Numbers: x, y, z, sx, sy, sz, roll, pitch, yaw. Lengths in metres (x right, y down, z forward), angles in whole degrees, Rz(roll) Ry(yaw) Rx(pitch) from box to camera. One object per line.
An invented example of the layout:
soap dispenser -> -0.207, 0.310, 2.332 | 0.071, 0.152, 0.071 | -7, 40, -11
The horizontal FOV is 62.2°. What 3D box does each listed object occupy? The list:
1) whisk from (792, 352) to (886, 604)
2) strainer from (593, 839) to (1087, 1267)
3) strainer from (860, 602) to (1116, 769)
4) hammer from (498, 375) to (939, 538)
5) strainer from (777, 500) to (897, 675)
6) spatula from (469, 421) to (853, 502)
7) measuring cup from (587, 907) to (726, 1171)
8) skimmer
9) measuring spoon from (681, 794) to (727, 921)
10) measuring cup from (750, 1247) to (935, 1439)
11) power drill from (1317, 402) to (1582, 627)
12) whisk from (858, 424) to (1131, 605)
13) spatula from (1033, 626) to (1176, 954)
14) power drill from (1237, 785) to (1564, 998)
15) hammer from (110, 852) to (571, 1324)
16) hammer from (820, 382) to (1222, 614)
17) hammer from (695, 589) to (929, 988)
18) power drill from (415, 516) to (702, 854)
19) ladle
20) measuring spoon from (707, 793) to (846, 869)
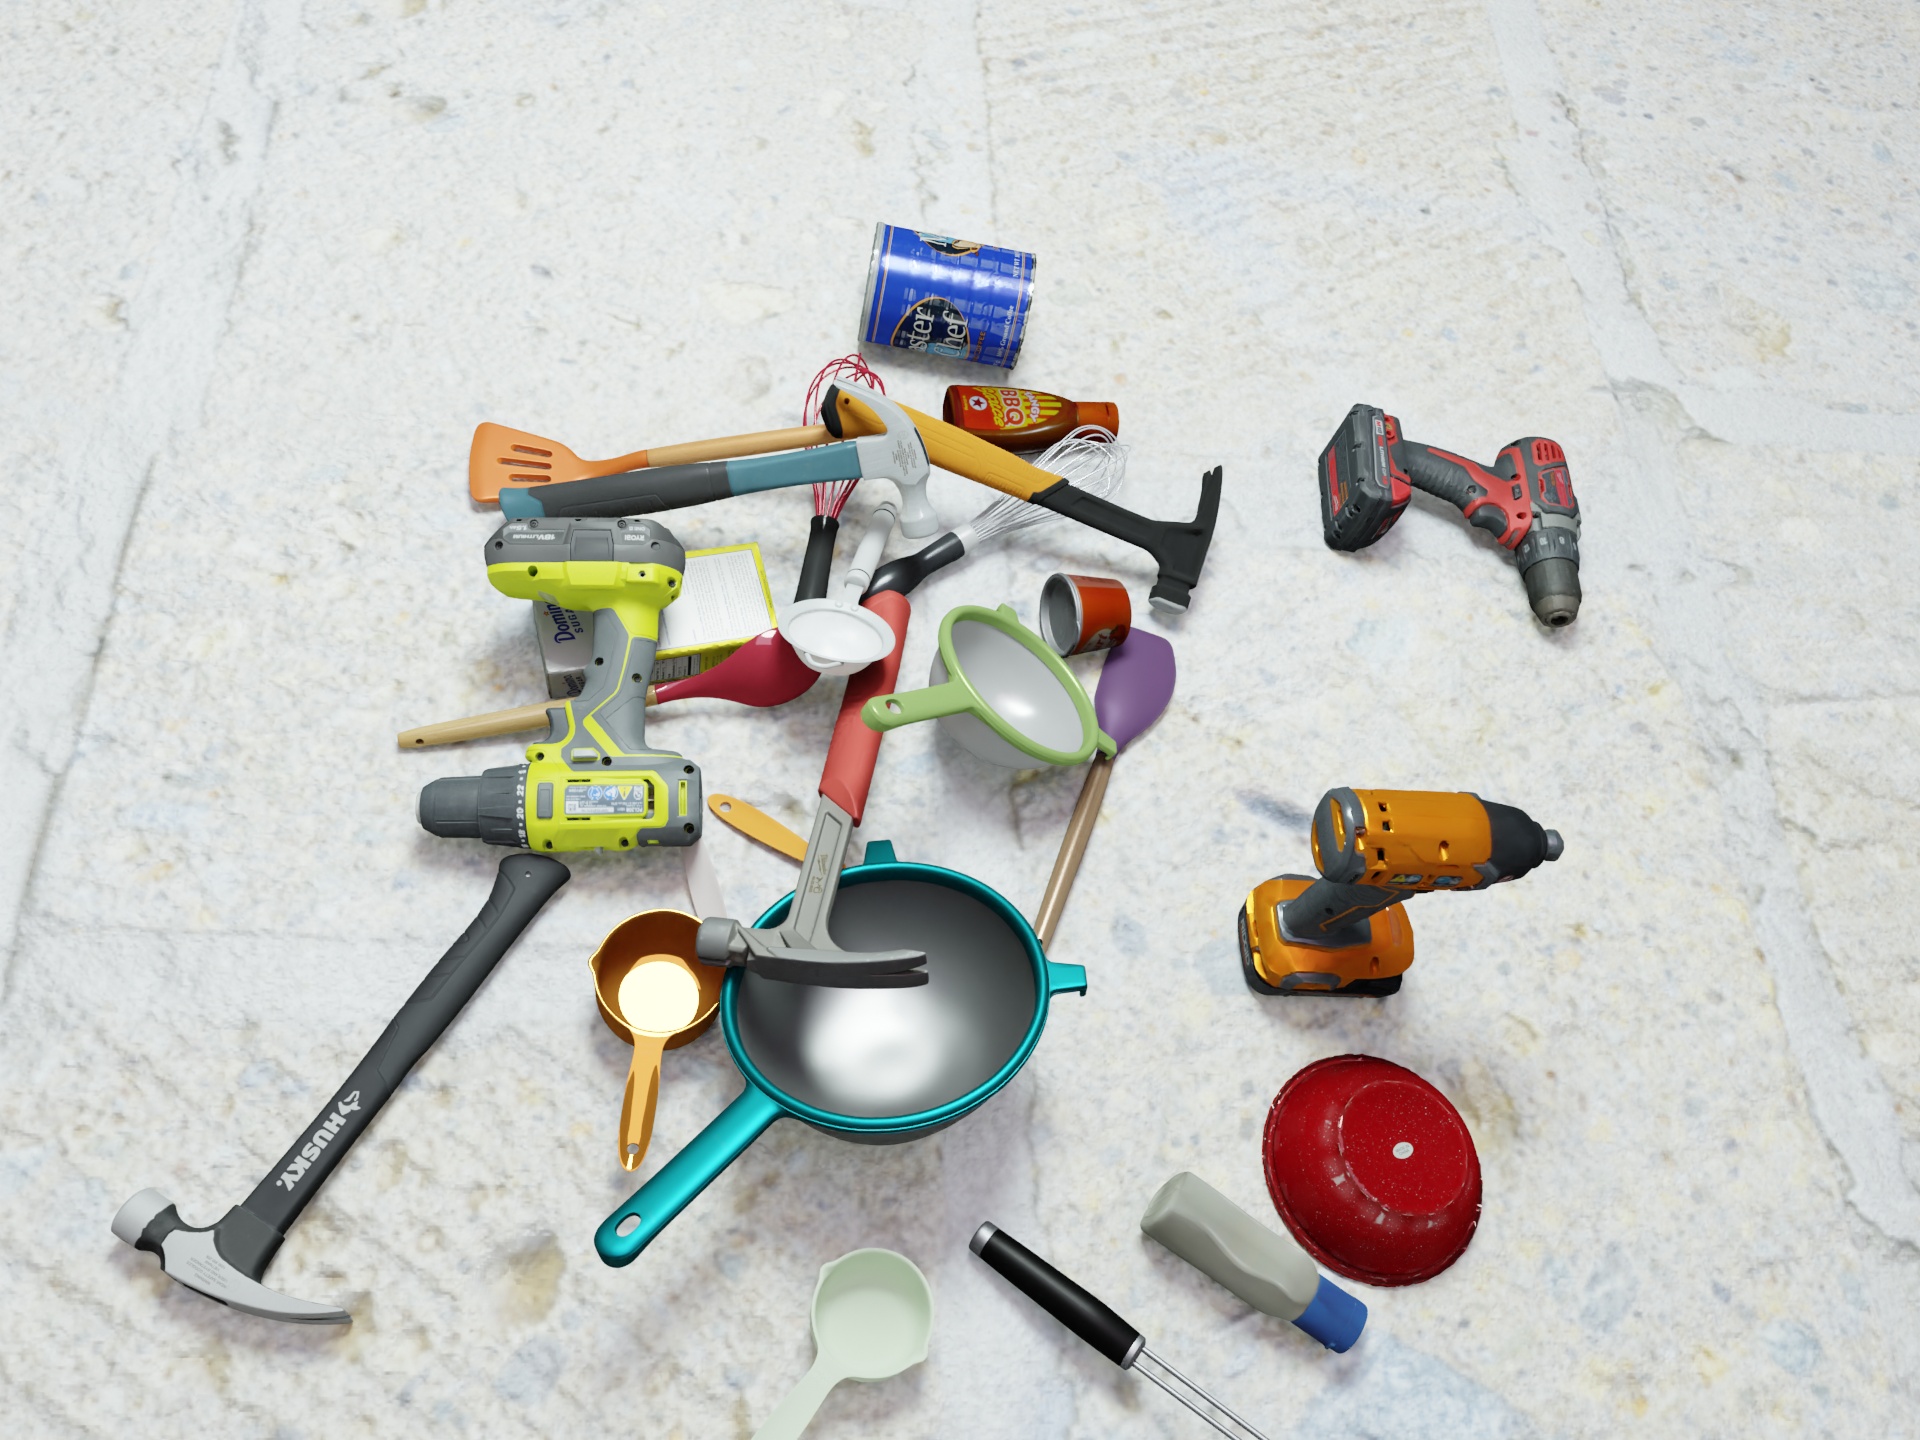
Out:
whisk -> -0.106, -0.176, 1.283 | 0.073, 0.073, 0.296 | 11, 64, -5
strainer -> -0.088, 0.235, 1.010 | 0.211, 0.095, 0.340 | 30, 54, 30
strainer -> -0.002, -0.004, 1.151 | 0.151, 0.069, 0.256 | 54, 32, 16
hammer -> -0.189, -0.182, 1.218 | 0.331, 0.128, 0.033 | -8, 20, 5
strainer -> -0.080, -0.099, 1.211 | 0.087, 0.050, 0.259 | 16, 40, 1
spatula -> -0.227, -0.217, 1.265 | 0.322, 0.041, 0.081 | -7, 60, 3
measuring cup -> -0.202, 0.212, 1.037 | 0.095, 0.052, 0.174 | 8, 60, -7
skimmer -> 0.155, 0.439, 0.990 | 0.363, 0.090, 0.127 | 32, 61, 20
measuring spoon -> -0.187, 0.102, 1.129 | 0.034, 0.018, 0.124 | -15, 71, -12
measuring cup -> -0.083, 0.397, 0.961 | 0.083, 0.038, 0.167 | 38, 62, 11
power drill -> 0.436, -0.177, 1.388 | 0.226, 0.080, 0.188 | 9, 59, -10
whisk -> 0.029, -0.164, 1.306 | 0.284, 0.070, 0.070 | -33, 71, -22
spatula -> 0.105, 0.051, 1.215 | 0.060, 0.018, 0.316 | 20, 57, 6
power drill -> 0.296, 0.118, 1.091 | 0.164, 0.226, 0.084 | 3, 60, -10
hammer -> -0.358, 0.218, 1.010 | 0.146, 0.035, 0.335 | 29, 58, 7
hammer -> 0.051, -0.201, 1.272 | 0.336, 0.034, 0.127 | 20, 82, -15
hammer -> -0.070, 0.035, 1.125 | 0.149, 0.036, 0.359 | 4, 44, 8
power drill -> -0.276, -0.020, 1.107 | 0.190, 0.080, 0.228 | 0, 80, -6
ladle -> -0.249, -0.016, 1.165 | 0.315, 0.069, 0.031 | -11, 38, -11
measuring spoon -> -0.134, 0.085, 1.152 | 0.117, 0.011, 0.021 | 29, 59, 10
